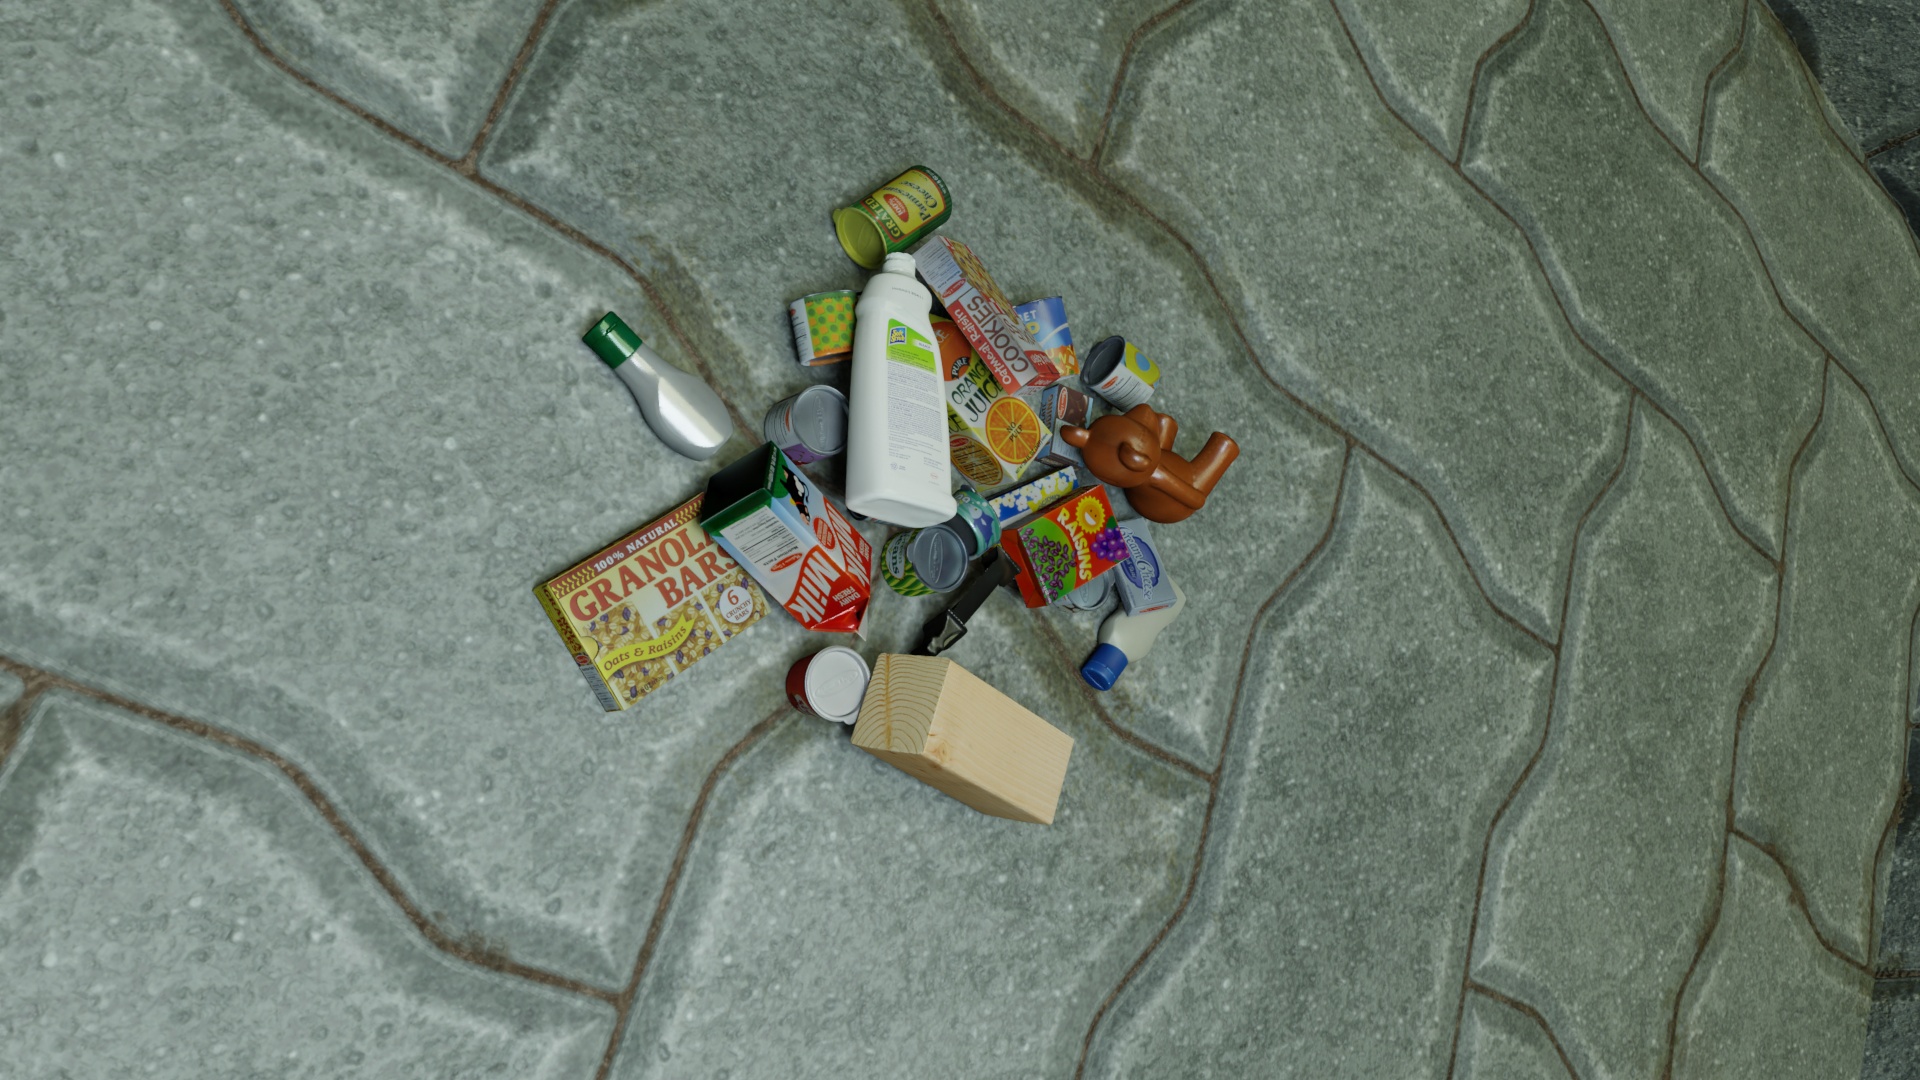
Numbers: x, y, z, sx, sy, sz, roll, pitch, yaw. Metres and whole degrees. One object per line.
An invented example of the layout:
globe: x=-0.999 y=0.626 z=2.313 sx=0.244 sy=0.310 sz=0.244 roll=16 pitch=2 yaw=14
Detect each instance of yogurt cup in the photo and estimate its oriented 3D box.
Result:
yogurt cup: x=-0.123 y=0.131 z=1.265 sx=0.072 sy=0.054 sz=0.072 roll=6 pitch=79 yaw=-34

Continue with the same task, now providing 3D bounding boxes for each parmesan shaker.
parmesan shaker: x=-0.066 y=-0.322 z=1.372 sx=0.103 sy=0.071 sz=0.071 roll=-42 pitch=107 yaw=-32

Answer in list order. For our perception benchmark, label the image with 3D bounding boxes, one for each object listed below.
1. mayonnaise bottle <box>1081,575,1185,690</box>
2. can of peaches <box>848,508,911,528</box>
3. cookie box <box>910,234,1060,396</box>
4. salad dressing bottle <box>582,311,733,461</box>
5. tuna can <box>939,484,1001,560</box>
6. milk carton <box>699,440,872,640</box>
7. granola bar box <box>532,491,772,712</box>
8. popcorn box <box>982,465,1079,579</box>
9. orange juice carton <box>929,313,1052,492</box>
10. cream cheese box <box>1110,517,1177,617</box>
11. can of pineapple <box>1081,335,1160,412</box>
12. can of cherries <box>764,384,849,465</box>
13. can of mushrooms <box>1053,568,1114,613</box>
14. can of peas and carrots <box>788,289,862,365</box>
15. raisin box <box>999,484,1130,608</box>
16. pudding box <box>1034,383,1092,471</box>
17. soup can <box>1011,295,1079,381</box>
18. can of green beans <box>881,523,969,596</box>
mayonnaise bottle: x=0.183 y=0.097 z=1.494 sx=0.064 sy=0.041 sz=0.149 roll=46 pitch=61 yaw=-11
can of peaches: x=-0.068 y=-0.049 z=1.326 sx=0.058 sy=0.071 sz=0.071 roll=10 pitch=77 yaw=-34
cookie box: x=0.028 y=-0.219 z=1.370 sx=0.167 sy=0.040 sz=0.123 roll=54 pitch=15 yaw=3
salad dressing bottle: x=-0.265 y=-0.135 z=1.216 sx=0.147 sy=0.044 sz=0.064 roll=47 pitch=61 yaw=-19
tuna can: x=0.005 y=-0.017 z=1.370 sx=0.033 sy=0.071 sz=0.071 roll=-37 pitch=104 yaw=-33
milk carton: x=-0.139 y=0.010 z=1.235 sx=0.190 sy=0.073 sz=0.073 roll=49 pitch=23 yaw=-31
granola bar box: x=-0.260 y=0.051 z=1.190 sx=0.166 sy=0.039 sz=0.124 roll=-35 pitch=103 yaw=-34
popcorn box: x=0.075 y=-0.018 z=1.437 sx=0.127 sy=0.038 sz=0.085 roll=-24 pitch=97 yaw=-35
orange juice carton: x=-0.004 y=-0.144 z=1.381 sx=0.192 sy=0.073 sz=0.072 roll=48 pitch=59 yaw=-19
cream cheese box: x=0.188 y=0.028 z=1.489 sx=0.053 sy=0.024 sz=0.104 roll=-11 pitch=65 yaw=-20
can of pineapple: x=0.175 y=-0.183 z=1.519 sx=0.058 sy=0.071 sz=0.071 roll=33 pitch=65 yaw=-27
can of cherries: x=-0.138 y=-0.105 z=1.290 sx=0.071 sy=0.058 sz=0.071 roll=7 pitch=78 yaw=-34
can of mushrooms: x=0.126 y=0.043 z=1.467 sx=0.071 sy=0.033 sz=0.071 roll=7 pitch=78 yaw=-34
can of peas and carrots: x=-0.122 y=-0.200 z=1.310 sx=0.071 sy=0.071 sz=0.058 roll=-11 pitch=90 yaw=-36
raisin box: x=0.106 y=0.005 z=1.408 sx=0.124 sy=0.040 sz=0.086 roll=-28 pitch=99 yaw=-33
pudding box: x=0.111 y=-0.119 z=1.485 sx=0.049 sy=0.030 sz=0.084 roll=18 pitch=72 yaw=-31
soup can: x=0.082 y=-0.207 z=1.457 sx=0.071 sy=0.071 sz=0.083 roll=-15 pitch=92 yaw=-36
can of green beans: x=-0.035 y=0.020 z=1.342 sx=0.071 sy=0.057 sz=0.071 roll=6 pitch=79 yaw=-34
